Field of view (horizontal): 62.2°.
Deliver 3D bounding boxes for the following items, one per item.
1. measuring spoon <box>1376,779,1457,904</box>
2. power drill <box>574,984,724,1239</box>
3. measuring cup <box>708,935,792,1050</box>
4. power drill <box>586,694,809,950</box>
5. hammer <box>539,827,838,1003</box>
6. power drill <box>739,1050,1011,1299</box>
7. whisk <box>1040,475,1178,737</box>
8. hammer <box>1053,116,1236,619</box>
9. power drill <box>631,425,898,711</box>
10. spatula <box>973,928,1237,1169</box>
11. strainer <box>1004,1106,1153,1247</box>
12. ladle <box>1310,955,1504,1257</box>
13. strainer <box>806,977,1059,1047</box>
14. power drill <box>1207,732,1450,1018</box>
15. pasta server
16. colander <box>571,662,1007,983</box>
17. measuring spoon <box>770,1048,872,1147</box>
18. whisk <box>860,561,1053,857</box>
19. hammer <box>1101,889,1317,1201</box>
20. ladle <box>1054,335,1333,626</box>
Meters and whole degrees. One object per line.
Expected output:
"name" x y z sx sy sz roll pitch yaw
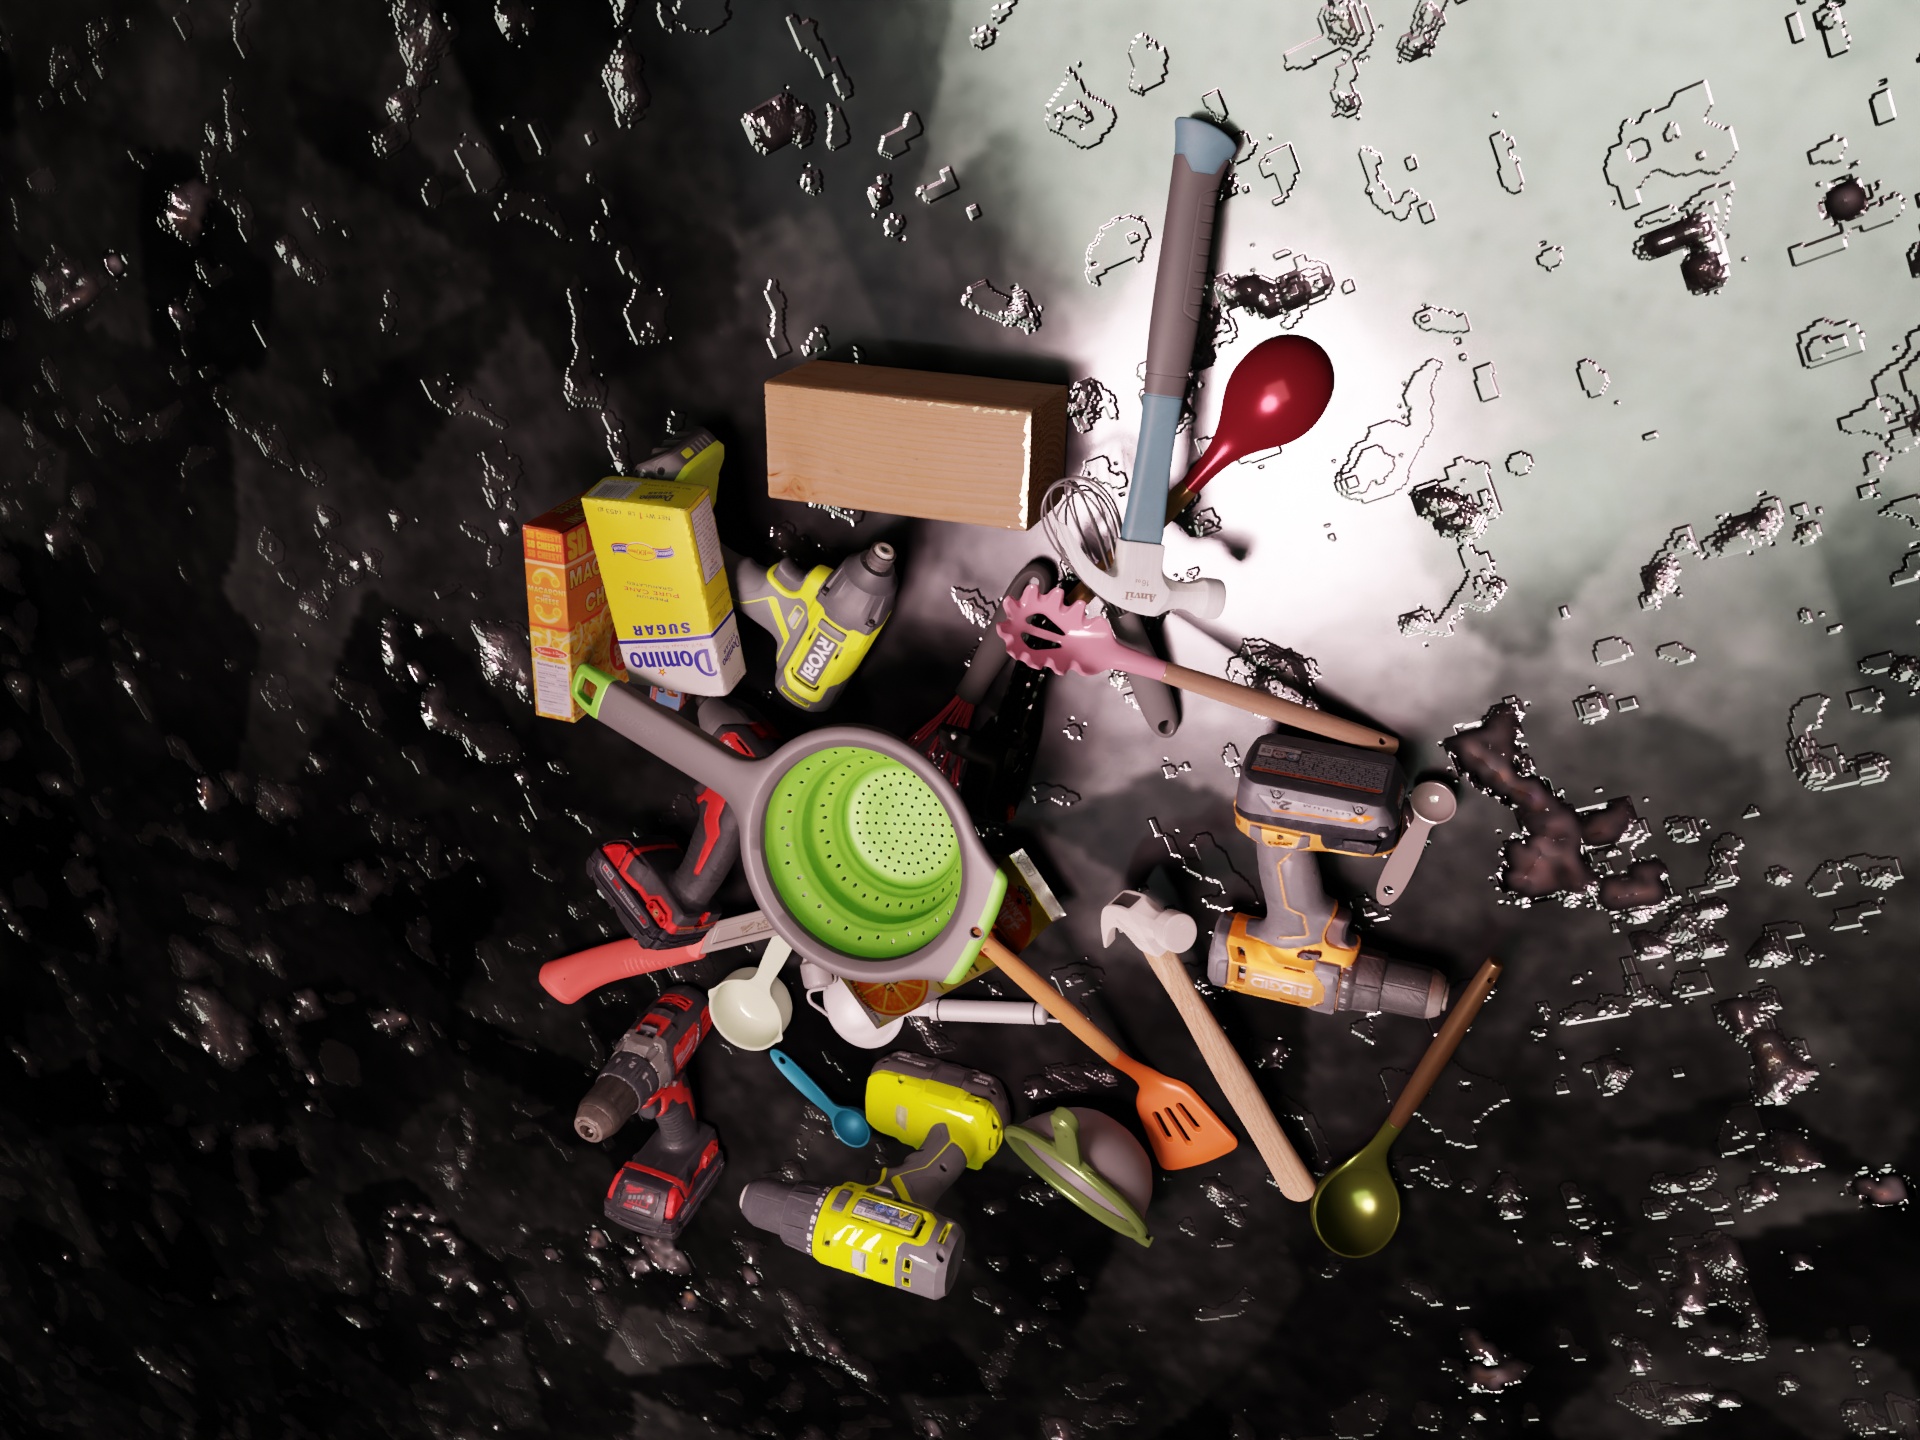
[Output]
"measuring spoon" 0.346 0.093 1.216 0.034 0.018 0.124 29 128 18
"power drill" -0.298 0.388 1.516 0.080 0.188 0.226 13 122 17
"measuring cup" -0.176 0.234 1.481 0.083 0.038 0.167 32 117 7
"power drill" -0.227 0.084 1.390 0.143 0.078 0.219 49 114 23
"hammer" -0.265 0.200 1.486 0.359 0.036 0.149 -17 81 33
"power drill" -0.066 0.392 1.393 0.190 0.228 0.080 12 118 17
"whisk" 0.117 -0.080 1.188 0.055 0.055 0.238 -10 123 26
"hammer" 0.142 -0.236 1.089 0.128 0.033 0.331 4 104 -13
"power drill" -0.161 -0.127 1.273 0.223 0.080 0.171 35 132 1
"spatula" 0.115 0.277 1.346 0.081 0.041 0.322 -29 122 30
"strainer" 0.110 0.356 1.354 0.152 0.069 0.256 31 158 23
"ladle" 0.361 0.312 1.266 0.078 0.062 0.320 10 125 -11
"strainer" -0.030 0.259 1.431 0.258 0.050 0.087 -2 98 19
"power drill" 0.288 0.133 1.212 0.185 0.084 0.226 11 126 17
"pasta server" 0.176 -0.028 1.167 0.316 0.040 0.060 18 86 -5
"colander" -0.131 0.054 1.266 0.397 0.094 0.204 30 113 14
"measuring spoon" -0.132 0.358 1.535 0.129 0.021 0.042 41 123 11
"whisk" -0.002 -0.004 1.288 0.073 0.073 0.295 32 115 5
"hammer" 0.211 0.272 1.315 0.331 0.031 0.130 59 162 -21
"ladle" 0.151 -0.157 1.171 0.069 0.031 0.315 44 123 0
